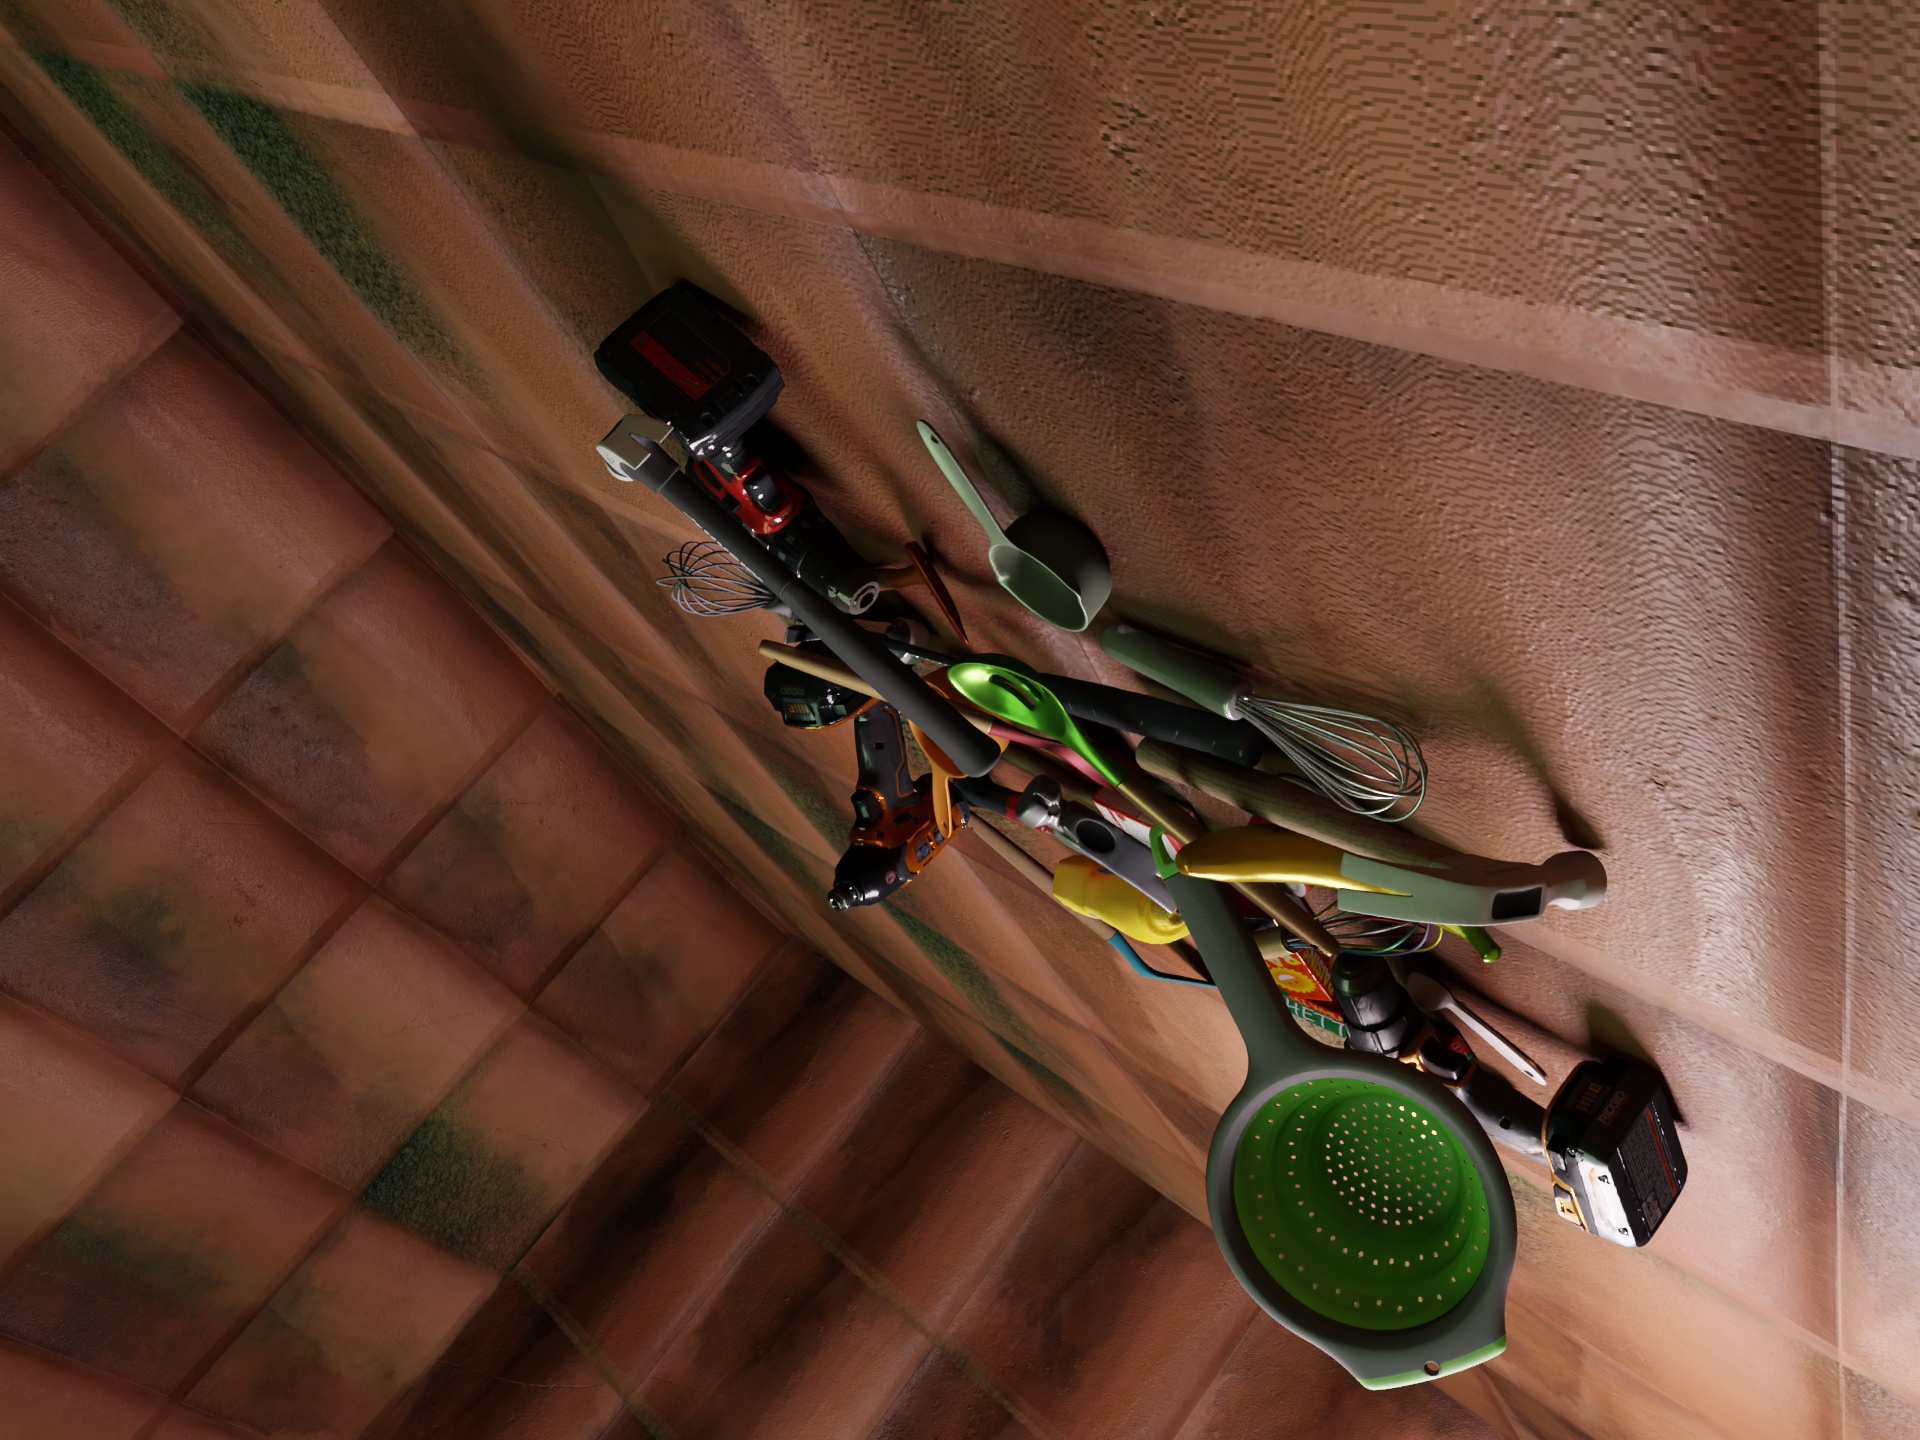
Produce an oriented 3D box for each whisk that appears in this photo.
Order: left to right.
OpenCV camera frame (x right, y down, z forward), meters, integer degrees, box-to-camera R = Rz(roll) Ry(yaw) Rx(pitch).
[{"bbox_3d":[-0.147,-0.093,1.198,0.055,0.055,0.238,33,-170,25],"label":"whisk"},{"bbox_3d":[0.169,-0.008,0.928,0.247,0.058,0.059,31,128,44],"label":"whisk"},{"bbox_3d":[0.246,0.153,1.108,0.047,0.051,0.245,29,155,-16],"label":"whisk"}]

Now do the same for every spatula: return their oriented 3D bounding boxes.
[{"bbox_3d":[-0.066,-0.104,1.221,0.081,0.041,0.323,58,161,-16],"label":"spatula"},{"bbox_3d":[0.129,0.179,1.513,0.317,0.044,0.082,40,166,-9],"label":"spatula"}]

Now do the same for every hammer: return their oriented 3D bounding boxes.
[{"bbox_3d":[-0.102,-0.079,1.050,0.334,0.035,0.146,42,173,-11],"label":"hammer"},{"bbox_3d":[0.041,-0.029,1.106,0.149,0.036,0.409,7,-172,-45],"label":"hammer"},{"bbox_3d":[0.069,0.083,1.333,0.143,0.038,0.386,33,175,-12],"label":"hammer"},{"bbox_3d":[0.205,0.056,0.941,0.331,0.130,0.031,25,116,60],"label":"hammer"}]

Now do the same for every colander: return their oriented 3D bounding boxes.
[{"bbox_3d":[0.242,0.242,1.087,0.094,0.204,0.397,-10,-108,-60],"label":"colander"}]

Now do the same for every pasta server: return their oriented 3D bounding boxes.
[{"bbox_3d":[0.019,0.023,1.385,0.316,0.040,0.060,28,177,34],"label":"pasta server"}]

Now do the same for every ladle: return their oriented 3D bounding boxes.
[{"bbox_3d":[-0.002,-0.004,1.199,0.315,0.031,0.069,19,167,-3],"label":"ladle"}]

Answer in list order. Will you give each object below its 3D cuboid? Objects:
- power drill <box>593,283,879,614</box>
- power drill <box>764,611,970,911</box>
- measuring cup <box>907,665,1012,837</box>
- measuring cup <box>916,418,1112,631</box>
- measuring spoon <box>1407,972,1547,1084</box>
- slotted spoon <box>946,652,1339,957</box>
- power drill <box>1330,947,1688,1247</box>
[{"bbox_3d":[-0.145,-0.176,1.110,0.188,0.080,0.226,43,170,24],"label":"power drill"},{"bbox_3d":[-0.082,0.041,1.333,0.084,0.164,0.226,3,123,38],"label":"power drill"},{"bbox_3d":[0.002,0.027,1.314,0.095,0.052,0.173,39,146,34],"label":"measuring cup"},{"bbox_3d":[0.032,-0.123,0.942,0.167,0.038,0.083,51,161,-29],"label":"measuring cup"},{"bbox_3d":[0.373,0.228,1.153,0.124,0.018,0.034,39,165,3],"label":"measuring spoon"},{"bbox_3d":[0.123,0.053,1.024,0.313,0.031,0.070,39,154,-6],"label":"slotted spoon"},{"bbox_3d":[0.361,0.247,1.089,0.226,0.084,0.185,17,145,50],"label":"power drill"}]
